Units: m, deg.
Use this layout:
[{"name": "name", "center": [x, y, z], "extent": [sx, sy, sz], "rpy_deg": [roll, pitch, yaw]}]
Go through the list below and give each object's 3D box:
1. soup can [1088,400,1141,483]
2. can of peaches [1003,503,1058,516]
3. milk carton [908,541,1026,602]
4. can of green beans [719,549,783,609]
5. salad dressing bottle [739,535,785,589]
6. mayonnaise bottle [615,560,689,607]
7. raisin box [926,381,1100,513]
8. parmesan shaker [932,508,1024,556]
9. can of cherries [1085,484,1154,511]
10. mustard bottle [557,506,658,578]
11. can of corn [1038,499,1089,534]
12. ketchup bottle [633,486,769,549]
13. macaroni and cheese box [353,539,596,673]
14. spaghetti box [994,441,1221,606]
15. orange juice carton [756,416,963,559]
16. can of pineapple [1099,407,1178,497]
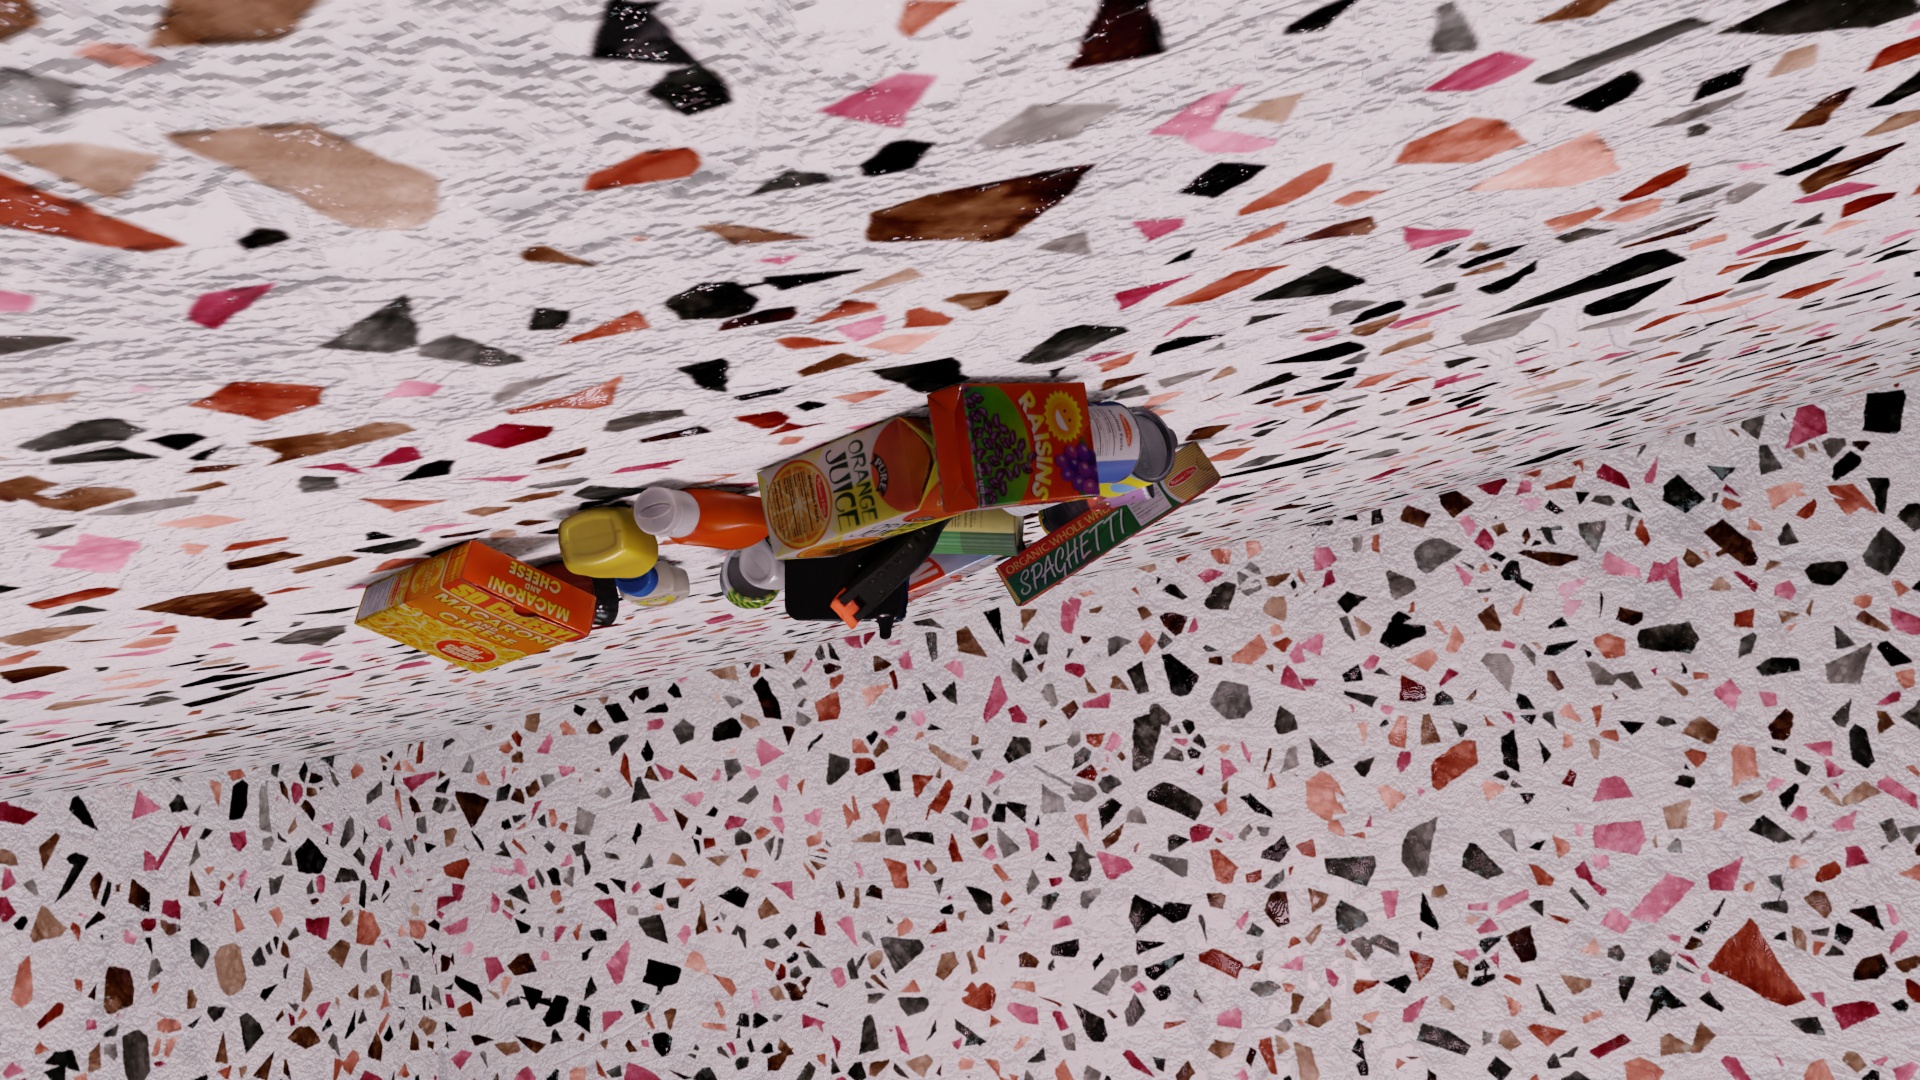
[{"name": "soup can", "center": [0.088, -0.074, 1.089], "extent": [0.084, 0.071, 0.071], "rpy_deg": [-6, 171, -41]}, {"name": "can of peaches", "center": [0.065, -0.060, 1.181], "extent": [0.071, 0.071, 0.058], "rpy_deg": [-6, 170, -45]}, {"name": "milk carton", "center": [-0.036, 0.014, 1.464], "extent": [0.190, 0.072, 0.073], "rpy_deg": [-25, 170, 14]}, {"name": "can of green beans", "center": [-0.216, 0.036, 1.446], "extent": [0.071, 0.071, 0.057], "rpy_deg": [-11, 173, -14]}, {"name": "salad dressing bottle", "center": [-0.163, 0.013, 1.403], "extent": [0.043, 0.064, 0.148], "rpy_deg": [-50, 165, 24]}, {"name": "mayonnaise bottle", "center": [-0.319, 0.043, 1.416], "extent": [0.065, 0.041, 0.148], "rpy_deg": [-11, 174, -2]}, {"name": "raisin box", "center": [0.040, -0.067, 0.972], "extent": [0.124, 0.086, 0.040], "rpy_deg": [-6, 176, -43]}, {"name": "parmesan shaker", "center": [0.005, -0.016, 1.295], "extent": [0.103, 0.071, 0.071], "rpy_deg": [2, 176, 10]}, {"name": "can of cherries", "center": [0.144, -0.063, 1.292], "extent": [0.058, 0.071, 0.071], "rpy_deg": [-14, 173, 15]}, {"name": "mustard bottle", "center": [-0.279, 0.005, 1.133], "extent": [0.065, 0.049, 0.160], "rpy_deg": [-12, 174, -1]}, {"name": "can of corn", "center": [0.118, -0.031, 1.518], "extent": [0.071, 0.071, 0.058], "rpy_deg": [-12, 174, -4]}, {"name": "ketchup bottle", "center": [-0.206, -0.018, 1.103], "extent": [0.064, 0.043, 0.149], "rpy_deg": [-16, 173, 15]}, {"name": "macaroni and cheese box", "center": [-0.409, 0.060, 1.171], "extent": [0.166, 0.040, 0.123], "rpy_deg": [-18, 144, 37]}, {"name": "spaghetti box", "center": [0.153, -0.016, 1.448], "extent": [0.250, 0.050, 0.028], "rpy_deg": [-32, 170, 0]}, {"name": "orange juice carton", "center": [-0.057, -0.043, 1.043], "extent": [0.192, 0.073, 0.072], "rpy_deg": [-18, 171, 36]}, {"name": "can of pineapple", "center": [0.143, -0.075, 1.194], "extent": [0.071, 0.071, 0.057], "rpy_deg": [-8, 172, -36]}]
